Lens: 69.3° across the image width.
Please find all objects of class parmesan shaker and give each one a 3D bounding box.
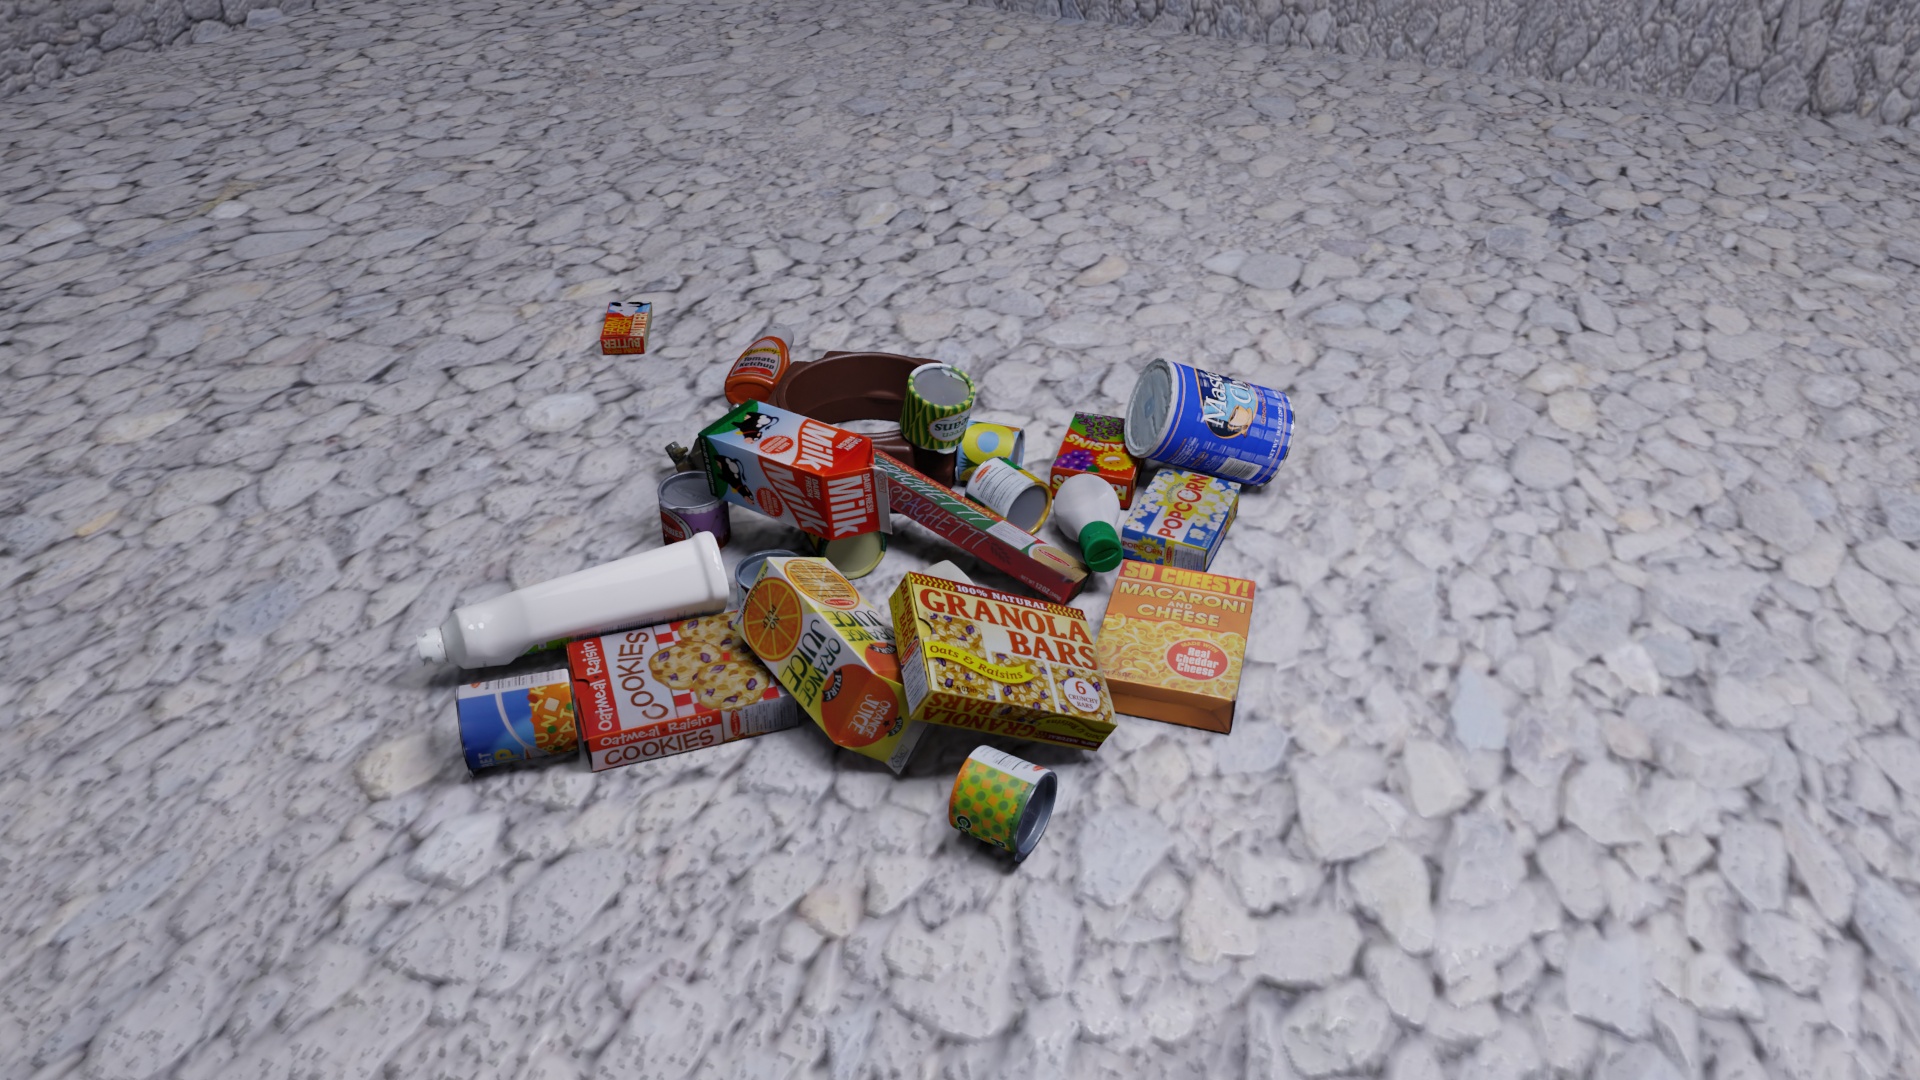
[{"bbox_3d":[-0.115,-0.020,1.319,0.071,0.071,0.103,-12,36,-19],"label":"parmesan shaker"}]

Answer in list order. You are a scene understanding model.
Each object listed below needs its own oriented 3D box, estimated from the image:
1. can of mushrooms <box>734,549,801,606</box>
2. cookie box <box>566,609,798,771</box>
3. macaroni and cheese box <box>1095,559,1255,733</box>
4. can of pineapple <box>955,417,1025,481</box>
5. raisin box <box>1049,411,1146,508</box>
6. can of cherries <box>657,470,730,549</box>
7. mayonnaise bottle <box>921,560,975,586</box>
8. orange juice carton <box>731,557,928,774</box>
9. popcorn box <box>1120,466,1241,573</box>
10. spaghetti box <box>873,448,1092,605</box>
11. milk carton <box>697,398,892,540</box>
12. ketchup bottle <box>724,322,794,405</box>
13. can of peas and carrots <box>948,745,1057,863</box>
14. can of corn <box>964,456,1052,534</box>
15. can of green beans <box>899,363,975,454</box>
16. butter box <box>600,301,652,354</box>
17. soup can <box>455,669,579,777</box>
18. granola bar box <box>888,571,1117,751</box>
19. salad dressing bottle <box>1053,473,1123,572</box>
[{"bbox_3d":[-0.168,0.040,1.262,0.071,0.033,0.071,1,34,0],"label":"can of mushrooms"},{"bbox_3d":[-0.230,0.118,1.142,0.168,0.040,0.123,-11,37,-17],"label":"cookie box"},{"bbox_3d":[0.183,0.088,1.199,0.124,0.040,0.167,10,36,12],"label":"macaroni and cheese box"},{"bbox_3d":[0.031,-0.088,1.428,0.058,0.070,0.071,10,35,12],"label":"can of pineapple"},{"bbox_3d":[0.147,-0.085,1.449,0.086,0.039,0.124,10,34,11],"label":"raisin box"},{"bbox_3d":[-0.257,-0.025,1.333,0.071,0.058,0.072,2,35,-1],"label":"can of cherries"},{"bbox_3d":[0.020,0.083,1.182,0.041,0.064,0.148,-24,51,-33],"label":"mayonnaise bottle"},{"bbox_3d":[-0.093,0.097,1.112,0.193,0.071,0.073,43,24,31],"label":"orange juice carton"},{"bbox_3d":[0.216,-0.020,1.356,0.085,0.038,0.127,15,37,20],"label":"popcorn box"},{"bbox_3d":[0.005,-0.016,1.299,0.250,0.028,0.050,29,24,17],"label":"spaghetti box"},{"bbox_3d":[-0.140,-0.061,1.262,0.191,0.072,0.074,20,43,29],"label":"milk carton"},{"bbox_3d":[-0.226,-0.204,1.607,0.065,0.043,0.149,4,34,5],"label":"ketchup bottle"},{"bbox_3d":[0.031,0.193,1.021,0.059,0.070,0.071,18,38,24],"label":"can of peas and carrots"},{"bbox_3d":[0.048,-0.040,1.360,0.071,0.070,0.058,-25,43,-33],"label":"can of corn"},{"bbox_3d":[-0.023,-0.130,1.353,0.071,0.057,0.071,7,47,-8],"label":"can of green beans"},{"bbox_3d":[-0.408,-0.262,1.701,0.053,0.024,0.104,-2,35,-5],"label":"butter box"},{"bbox_3d":[-0.345,0.142,1.085,0.084,0.071,0.071,-9,36,-15],"label":"soup can"},{"bbox_3d":[0.033,0.094,1.091,0.166,0.038,0.125,13,40,-25],"label":"granola bar box"},{"bbox_3d":[0.125,-0.017,1.320,0.064,0.044,0.148,-23,23,7],"label":"salad dressing bottle"}]
